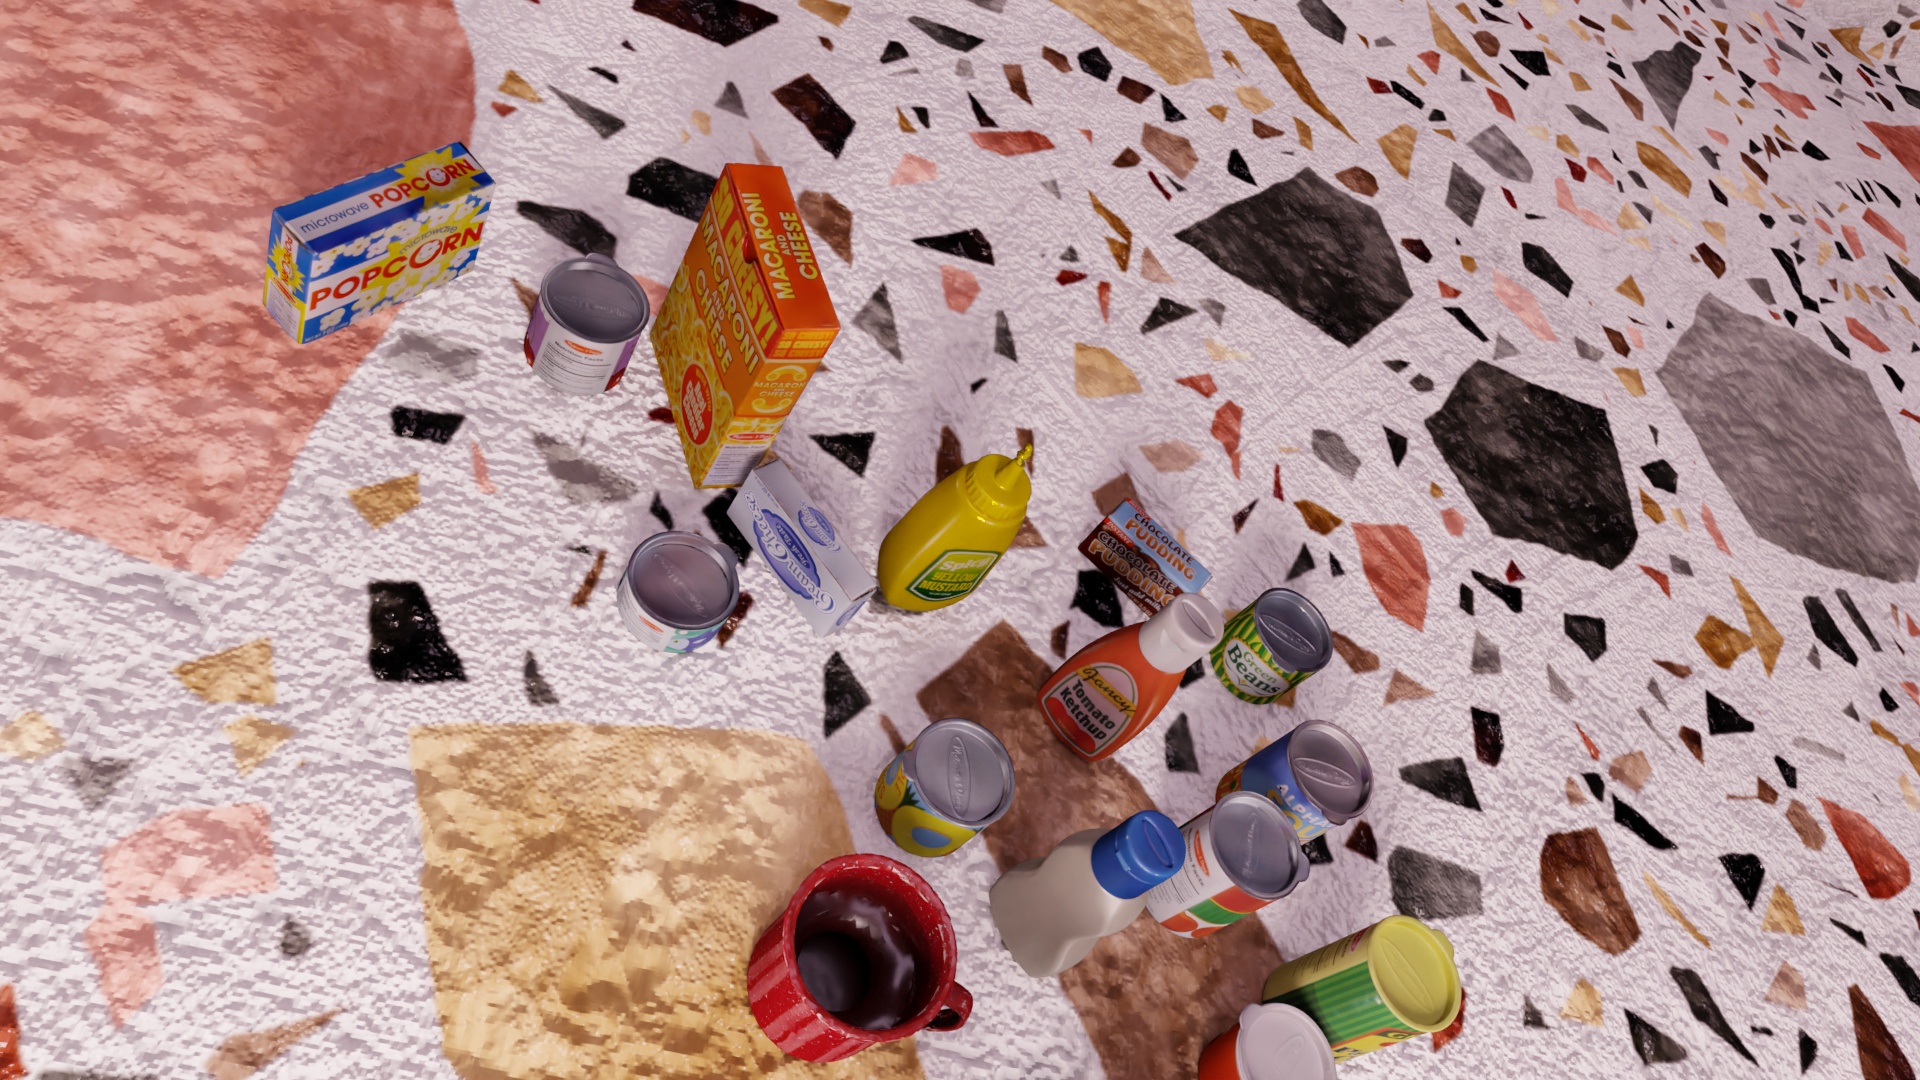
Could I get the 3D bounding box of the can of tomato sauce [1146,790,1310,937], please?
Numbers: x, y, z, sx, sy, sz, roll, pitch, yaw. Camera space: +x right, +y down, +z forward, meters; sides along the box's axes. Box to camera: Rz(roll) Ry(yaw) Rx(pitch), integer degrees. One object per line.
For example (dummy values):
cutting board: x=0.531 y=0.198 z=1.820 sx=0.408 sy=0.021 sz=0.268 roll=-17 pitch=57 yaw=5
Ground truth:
can of tomato sauce: x=0.159 y=0.200 z=0.849 sx=0.071 sy=0.082 sz=0.071 roll=15 pitch=53 yaw=-21

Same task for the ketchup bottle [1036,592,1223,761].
ketchup bottle: x=0.106 y=0.081 z=0.855 sx=0.065 sy=0.148 sz=0.044 roll=50 pitch=49 yaw=8

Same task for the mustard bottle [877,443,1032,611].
mustard bottle: x=0.003 y=-0.011 z=0.851 sx=0.065 sy=0.159 sz=0.049 roll=2 pitch=59 yaw=-29

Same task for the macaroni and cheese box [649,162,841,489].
macaroni and cheese box: x=-0.137 y=-0.126 z=0.846 sx=0.040 sy=0.165 sz=0.124 roll=-5 pitch=63 yaw=-32

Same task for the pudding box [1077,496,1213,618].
pudding box: x=0.130 y=0.015 z=0.980 sx=0.084 sy=0.049 sz=0.030 roll=44 pitch=49 yaw=3

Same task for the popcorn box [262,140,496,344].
popcorn box: x=-0.341 y=-0.175 z=0.817 sx=0.038 sy=0.084 sz=0.127 roll=46 pitch=49 yaw=5

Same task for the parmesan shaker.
parmesan shaker: x=0.240 y=0.271 z=0.834 sx=0.071 sy=0.102 sz=0.071 roll=15 pitch=53 yaw=-21

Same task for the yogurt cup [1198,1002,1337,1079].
yogurt cup: x=0.175 y=0.308 z=0.804 sx=0.072 sy=0.053 sz=0.073 roll=15 pitch=53 yaw=-21

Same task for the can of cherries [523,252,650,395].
can of cherries: x=-0.233 y=-0.135 z=0.868 sx=0.071 sy=0.058 sz=0.072 roll=15 pitch=53 yaw=-21

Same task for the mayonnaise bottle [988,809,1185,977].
mayonnaise bottle: x=0.069 y=0.191 z=0.761 sx=0.041 sy=0.147 sz=0.065 roll=-15 pitch=68 yaw=-36

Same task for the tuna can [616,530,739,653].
tuna can: x=-0.164 y=0.029 z=0.814 sx=0.071 sy=0.032 sz=0.071 roll=15 pitch=53 yaw=-21

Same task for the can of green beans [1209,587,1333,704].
can of green beans: x=0.219 y=0.076 z=0.984 sx=0.071 sy=0.057 sz=0.071 roll=15 pitch=53 yaw=-21

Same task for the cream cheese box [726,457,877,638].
cream cheese box: x=-0.098 y=0.005 z=0.854 sx=0.024 sy=0.053 sz=0.104 roll=-30 pitch=77 yaw=-40

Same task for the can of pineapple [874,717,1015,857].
can of pineapple: x=-0.011 y=0.144 z=0.807 sx=0.071 sy=0.057 sz=0.071 roll=15 pitch=53 yaw=-21

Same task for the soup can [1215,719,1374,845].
soup can: x=0.216 y=0.166 z=0.904 sx=0.071 sy=0.083 sz=0.072 roll=15 pitch=53 yaw=-21
